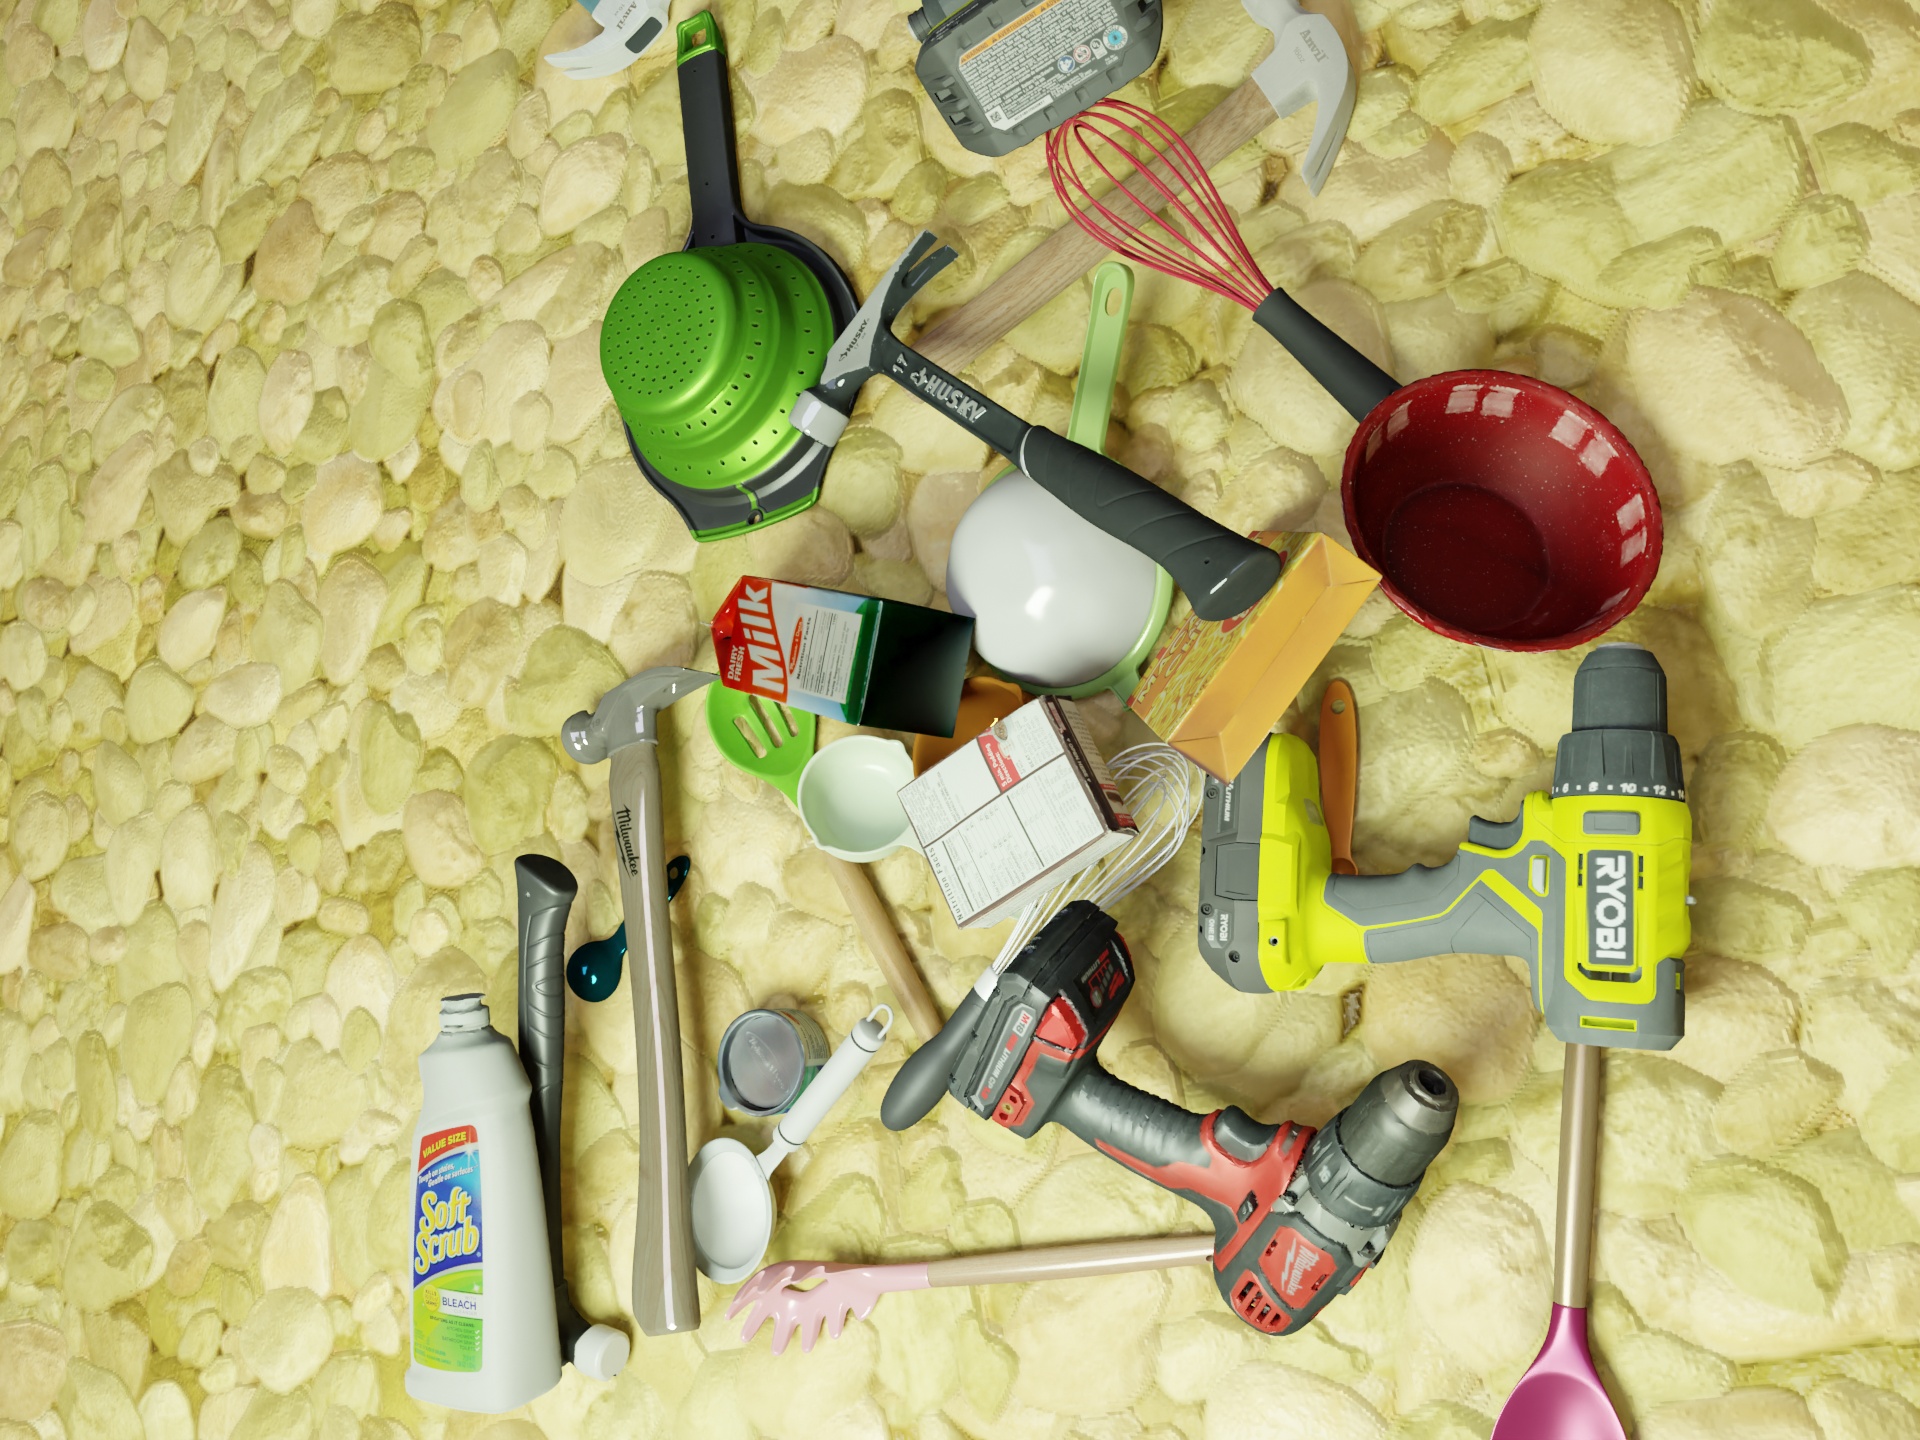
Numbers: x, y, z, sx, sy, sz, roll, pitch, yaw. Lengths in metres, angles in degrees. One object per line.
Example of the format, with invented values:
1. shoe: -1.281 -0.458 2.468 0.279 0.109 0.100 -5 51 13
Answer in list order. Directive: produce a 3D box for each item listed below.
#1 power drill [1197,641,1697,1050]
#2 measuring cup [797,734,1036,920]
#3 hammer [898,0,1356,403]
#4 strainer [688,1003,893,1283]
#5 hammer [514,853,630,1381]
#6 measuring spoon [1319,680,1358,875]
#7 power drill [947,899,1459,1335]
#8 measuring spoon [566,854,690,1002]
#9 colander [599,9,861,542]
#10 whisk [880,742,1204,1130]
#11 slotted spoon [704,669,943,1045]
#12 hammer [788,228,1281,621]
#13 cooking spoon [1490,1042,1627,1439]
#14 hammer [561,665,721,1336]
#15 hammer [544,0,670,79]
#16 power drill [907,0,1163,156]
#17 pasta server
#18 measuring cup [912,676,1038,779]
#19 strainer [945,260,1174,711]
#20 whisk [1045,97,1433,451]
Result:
1. power drill: 0.242 0.059 0.794 0.228 0.080 0.190 -1 81 28
2. measuring cup: -0.024 0.075 0.974 0.167 0.038 0.083 34 74 10
3. hammer: 0.092 -0.303 0.973 0.331 0.031 0.130 -35 67 20
4. strainer: -0.104 0.255 0.956 0.258 0.050 0.087 -54 52 28
5. hammer: -0.278 0.253 1.040 0.146 0.035 0.334 7 99 32
6. measuring spoon: 0.208 0.036 0.870 0.021 0.011 0.117 -5 76 30
7. power drill: 0.122 0.189 0.798 0.227 0.080 0.187 35 129 15
8. measuring spoon: -0.228 0.139 1.079 0.128 0.021 0.042 -50 63 12
9. colander: -0.184 -0.326 1.088 0.204 0.094 0.397 -14 76 26
10. whisk: 0.039 0.127 0.910 0.070 0.070 0.284 43 102 27
11. slotted spoon: -0.075 0.094 1.001 0.070 0.031 0.314 -31 70 2
12. hammer: 0.035 -0.159 0.879 0.149 0.036 0.409 -57 42 9
13. cooking spoon: 0.300 0.259 0.778 0.069 0.017 0.319 2 84 26
14. hammer: -0.189 0.169 1.006 0.146 0.038 0.411 -23 67 41
15. hammer: -0.337 -0.614 1.253 0.331 0.033 0.128 44 102 27
16. power drill: 0.040 -0.429 0.946 0.171 0.080 0.223 -25 36 21
17. pasta server: 0.007 0.323 0.915 0.316 0.060 0.040 -14 31 23
18. measuring cup: -0.002 -0.003 0.967 0.095 0.052 0.174 -54 51 15
19. strainer: 0.054 -0.136 0.914 0.152 0.069 0.256 19 105 32
20. whisk: 0.157 -0.245 0.890 0.296 0.073 0.073 45 104 10
